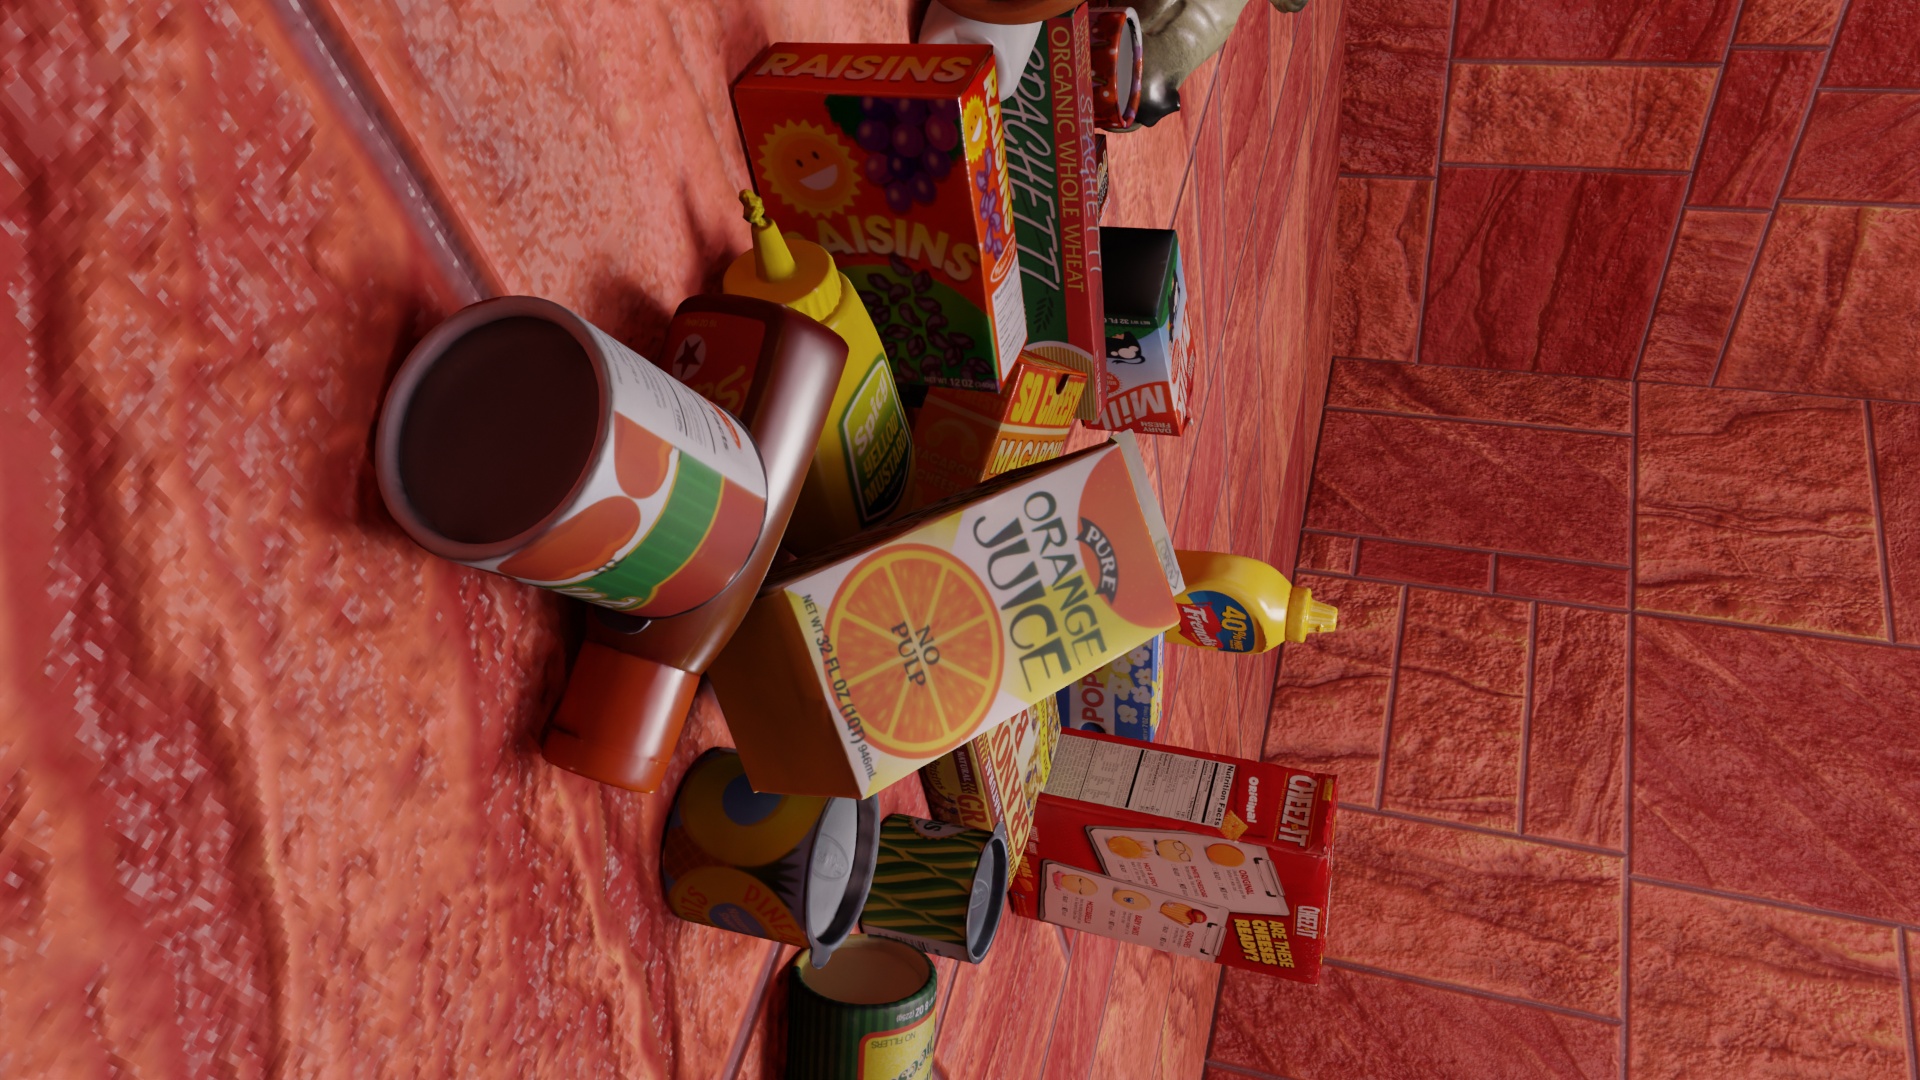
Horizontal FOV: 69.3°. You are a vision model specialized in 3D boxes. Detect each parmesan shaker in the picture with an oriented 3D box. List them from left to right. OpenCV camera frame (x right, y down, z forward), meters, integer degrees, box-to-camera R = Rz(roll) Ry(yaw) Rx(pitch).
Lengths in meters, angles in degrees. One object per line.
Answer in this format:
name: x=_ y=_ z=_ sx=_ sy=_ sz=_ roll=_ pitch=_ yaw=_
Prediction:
parmesan shaker: x=-0.046 y=0.238 z=0.617 sx=0.071 sy=0.071 sz=0.102 roll=-29 pitch=124 yaw=-68

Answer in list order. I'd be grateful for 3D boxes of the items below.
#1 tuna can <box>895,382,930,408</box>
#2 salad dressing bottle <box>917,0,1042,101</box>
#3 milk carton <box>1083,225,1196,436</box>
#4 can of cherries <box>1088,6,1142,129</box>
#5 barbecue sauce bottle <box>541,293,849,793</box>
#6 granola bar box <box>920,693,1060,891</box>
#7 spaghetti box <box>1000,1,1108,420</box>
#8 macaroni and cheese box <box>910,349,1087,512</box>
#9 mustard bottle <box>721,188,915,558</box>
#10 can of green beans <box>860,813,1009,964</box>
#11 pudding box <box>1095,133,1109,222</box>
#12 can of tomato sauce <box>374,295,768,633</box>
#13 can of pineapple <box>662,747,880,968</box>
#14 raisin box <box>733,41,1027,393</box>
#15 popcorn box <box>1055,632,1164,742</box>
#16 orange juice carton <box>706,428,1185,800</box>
tuna can: x=-0.010 y=-0.096 z=0.652 sx=0.071 sy=0.033 sz=0.071 roll=6 pitch=91 yaw=-73
salad dressing bottle: x=0.020 y=-0.267 z=0.665 sx=0.064 sy=0.044 sz=0.148 roll=75 pitch=27 yaw=-48
milk carton: x=0.121 y=-0.132 z=0.975 sx=0.190 sy=0.072 sz=0.074 roll=64 pitch=37 yaw=-60
can of cherries: x=0.068 y=-0.264 z=0.784 sx=0.071 sy=0.058 sz=0.071 roll=5 pitch=91 yaw=-72
barbecue sauce bottle: x=-0.084 y=0.000 z=0.423 sx=0.043 sy=0.065 sz=0.148 roll=26 pitch=79 yaw=-45
granola bar box: x=0.019 y=0.107 z=0.808 sx=0.164 sy=0.039 sz=0.125 roll=78 pitch=26 yaw=-45
spaghetti box: x=0.051 y=-0.178 z=0.780 sx=0.029 sy=0.050 sz=0.248 roll=-65 pitch=155 yaw=-46
macaroni and cheese box: x=0.002 y=-0.008 z=0.645 sx=0.166 sy=0.040 sz=0.124 roll=-70 pitch=165 yaw=10
mustard bottle: x=-0.054 y=-0.057 z=0.503 sx=0.159 sy=0.049 sz=0.065 roll=76 pitch=31 yaw=-48
can of green beans: x=-0.012 y=0.176 z=0.707 sx=0.071 sy=0.058 sz=0.071 roll=6 pitch=91 yaw=-72
pudding box: x=0.067 y=-0.208 z=0.849 sx=0.084 sy=0.030 sz=0.049 roll=-65 pitch=156 yaw=-42
can of tomato sauce: x=-0.098 y=-0.017 z=0.360 sx=0.083 sy=0.071 sz=0.071 roll=36 pitch=62 yaw=-69
can of pineapple: x=-0.069 y=0.114 z=0.511 sx=0.071 sy=0.058 sz=0.071 roll=6 pitch=91 yaw=-72
raisin box: x=-0.025 y=-0.118 z=0.511 sx=0.122 sy=0.086 sz=0.040 roll=79 pitch=27 yaw=-43
popcorn box: x=0.095 y=0.074 z=0.954 sx=0.038 sy=0.085 sz=0.126 roll=-54 pitch=146 yaw=-58
orange juice carton: x=0.008 y=0.019 z=0.501 sx=0.193 sy=0.073 sz=0.071 roll=-24 pitch=97 yaw=-35
